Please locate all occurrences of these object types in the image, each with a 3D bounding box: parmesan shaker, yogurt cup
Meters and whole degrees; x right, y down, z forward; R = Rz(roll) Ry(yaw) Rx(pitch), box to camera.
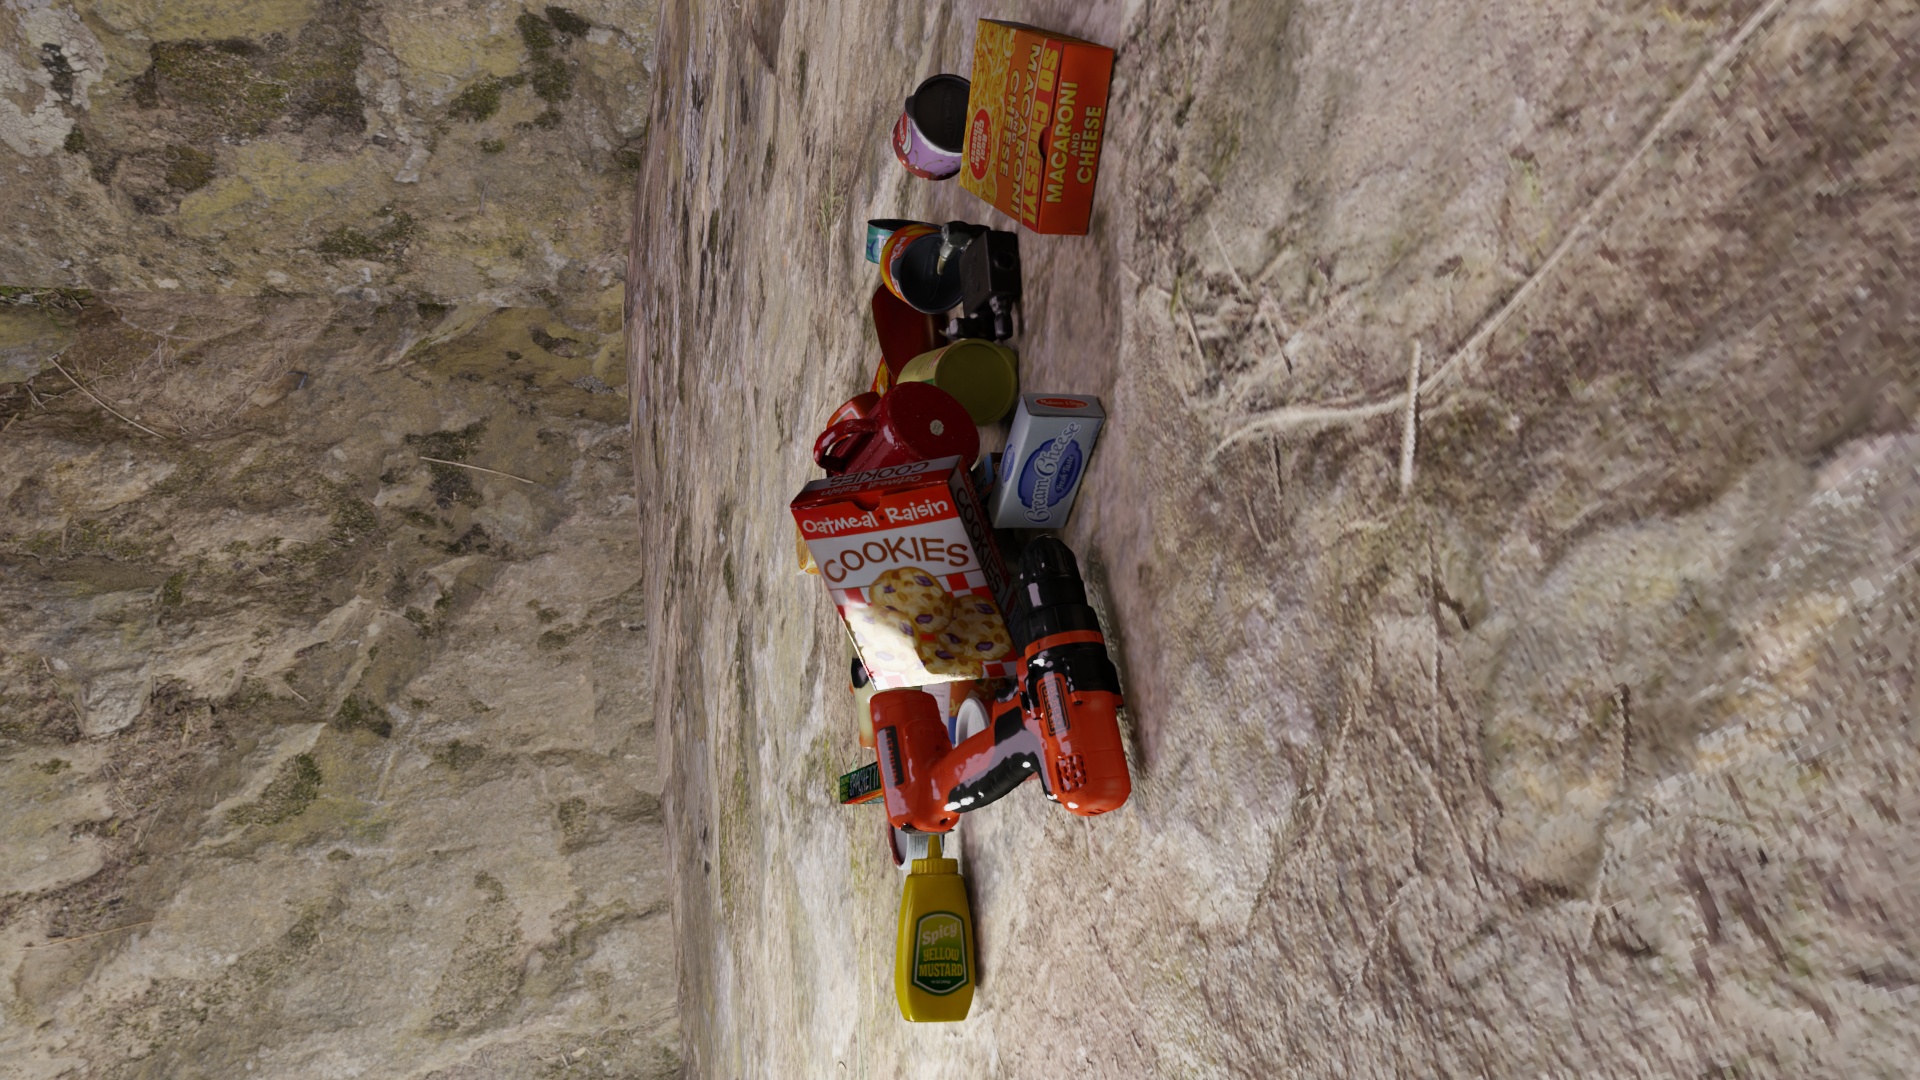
[{"bbox_3d":[-0.002,-0.121,1.084,0.103,0.071,0.071,-175,85,-71],"label":"parmesan shaker"},{"bbox_3d":[0.033,0.146,1.001,0.072,0.054,0.072,180,89,-70],"label":"yogurt cup"}]

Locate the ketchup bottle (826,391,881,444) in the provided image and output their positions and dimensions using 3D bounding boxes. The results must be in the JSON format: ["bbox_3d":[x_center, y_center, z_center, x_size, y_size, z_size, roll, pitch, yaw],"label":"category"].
[{"bbox_3d":[-0.061,-0.053,1.209,0.149,0.044,0.064,60,141,9],"label":"ketchup bottle"}]

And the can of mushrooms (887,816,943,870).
[{"bbox_3d":[-0.042,0.260,1.247,0.071,0.033,0.071,180,89,-71],"label":"can of mushrooms"}]

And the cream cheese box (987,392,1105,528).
[{"bbox_3d":[0.056,-0.052,0.933,0.024,0.053,0.103,-108,26,-43],"label":"cream cheese box"}]

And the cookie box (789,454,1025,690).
[{"bbox_3d":[-0.032,0.027,0.986,0.040,0.123,0.166,-65,-40,-52],"label":"cookie box"}]

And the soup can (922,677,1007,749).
[{"bbox_3d":[0.004,0.146,1.065,0.071,0.071,0.084,172,102,-70],"label":"soup can"}]

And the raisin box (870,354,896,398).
[{"bbox_3d":[-0.058,-0.110,1.276,0.122,0.040,0.086,115,149,-49],"label":"raisin box"}]

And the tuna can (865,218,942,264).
[{"bbox_3d":[-0.049,-0.257,1.203,0.071,0.071,0.032,-131,42,-61],"label":"tuna can"}]

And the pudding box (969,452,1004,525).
[{"bbox_3d":[0.032,-0.036,1.008,0.083,0.050,0.030,139,129,-64],"label":"pudding box"}]

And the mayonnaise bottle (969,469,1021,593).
[{"bbox_3d":[0.004,-0.013,1.074,0.149,0.065,0.041,-108,22,-49],"label":"mayonnaise bottle"}]

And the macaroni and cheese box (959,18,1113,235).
[{"bbox_3d":[0.048,-0.291,0.969,0.167,0.040,0.123,-127,40,-59],"label":"macaroni and cheese box"}]

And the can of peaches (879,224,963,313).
[{"bbox_3d":[-0.031,-0.226,1.148,0.058,0.071,0.071,-133,46,-64],"label":"can of peaches"}]

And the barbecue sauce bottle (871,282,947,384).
[{"bbox_3d":[-0.038,-0.161,1.203,0.064,0.044,0.149,-34,56,35],"label":"barbecue sauce bottle"}]

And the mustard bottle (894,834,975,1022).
[{"bbox_3d":[-0.022,0.315,1.151,0.048,0.065,0.160,136,134,-69],"label":"mustard bottle"}]

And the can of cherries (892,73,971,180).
[{"bbox_3d":[-0.018,-0.329,1.108,0.058,0.071,0.071,153,115,-69],"label":"can of cherries"}]

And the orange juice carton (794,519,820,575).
[{"bbox_3d":[-0.110,-0.016,1.376,0.192,0.072,0.073,150,117,-68],"label":"orange juice carton"}]

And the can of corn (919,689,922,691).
[{"bbox_3d":[-0.021,0.152,1.128,0.058,0.071,0.071,149,119,-67],"label":"can of corn"}]

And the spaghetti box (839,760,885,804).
[{"bbox_3d":[-0.059,0.217,1.270,0.249,0.050,0.029,141,128,-66],"label":"spaghetti box"}]
